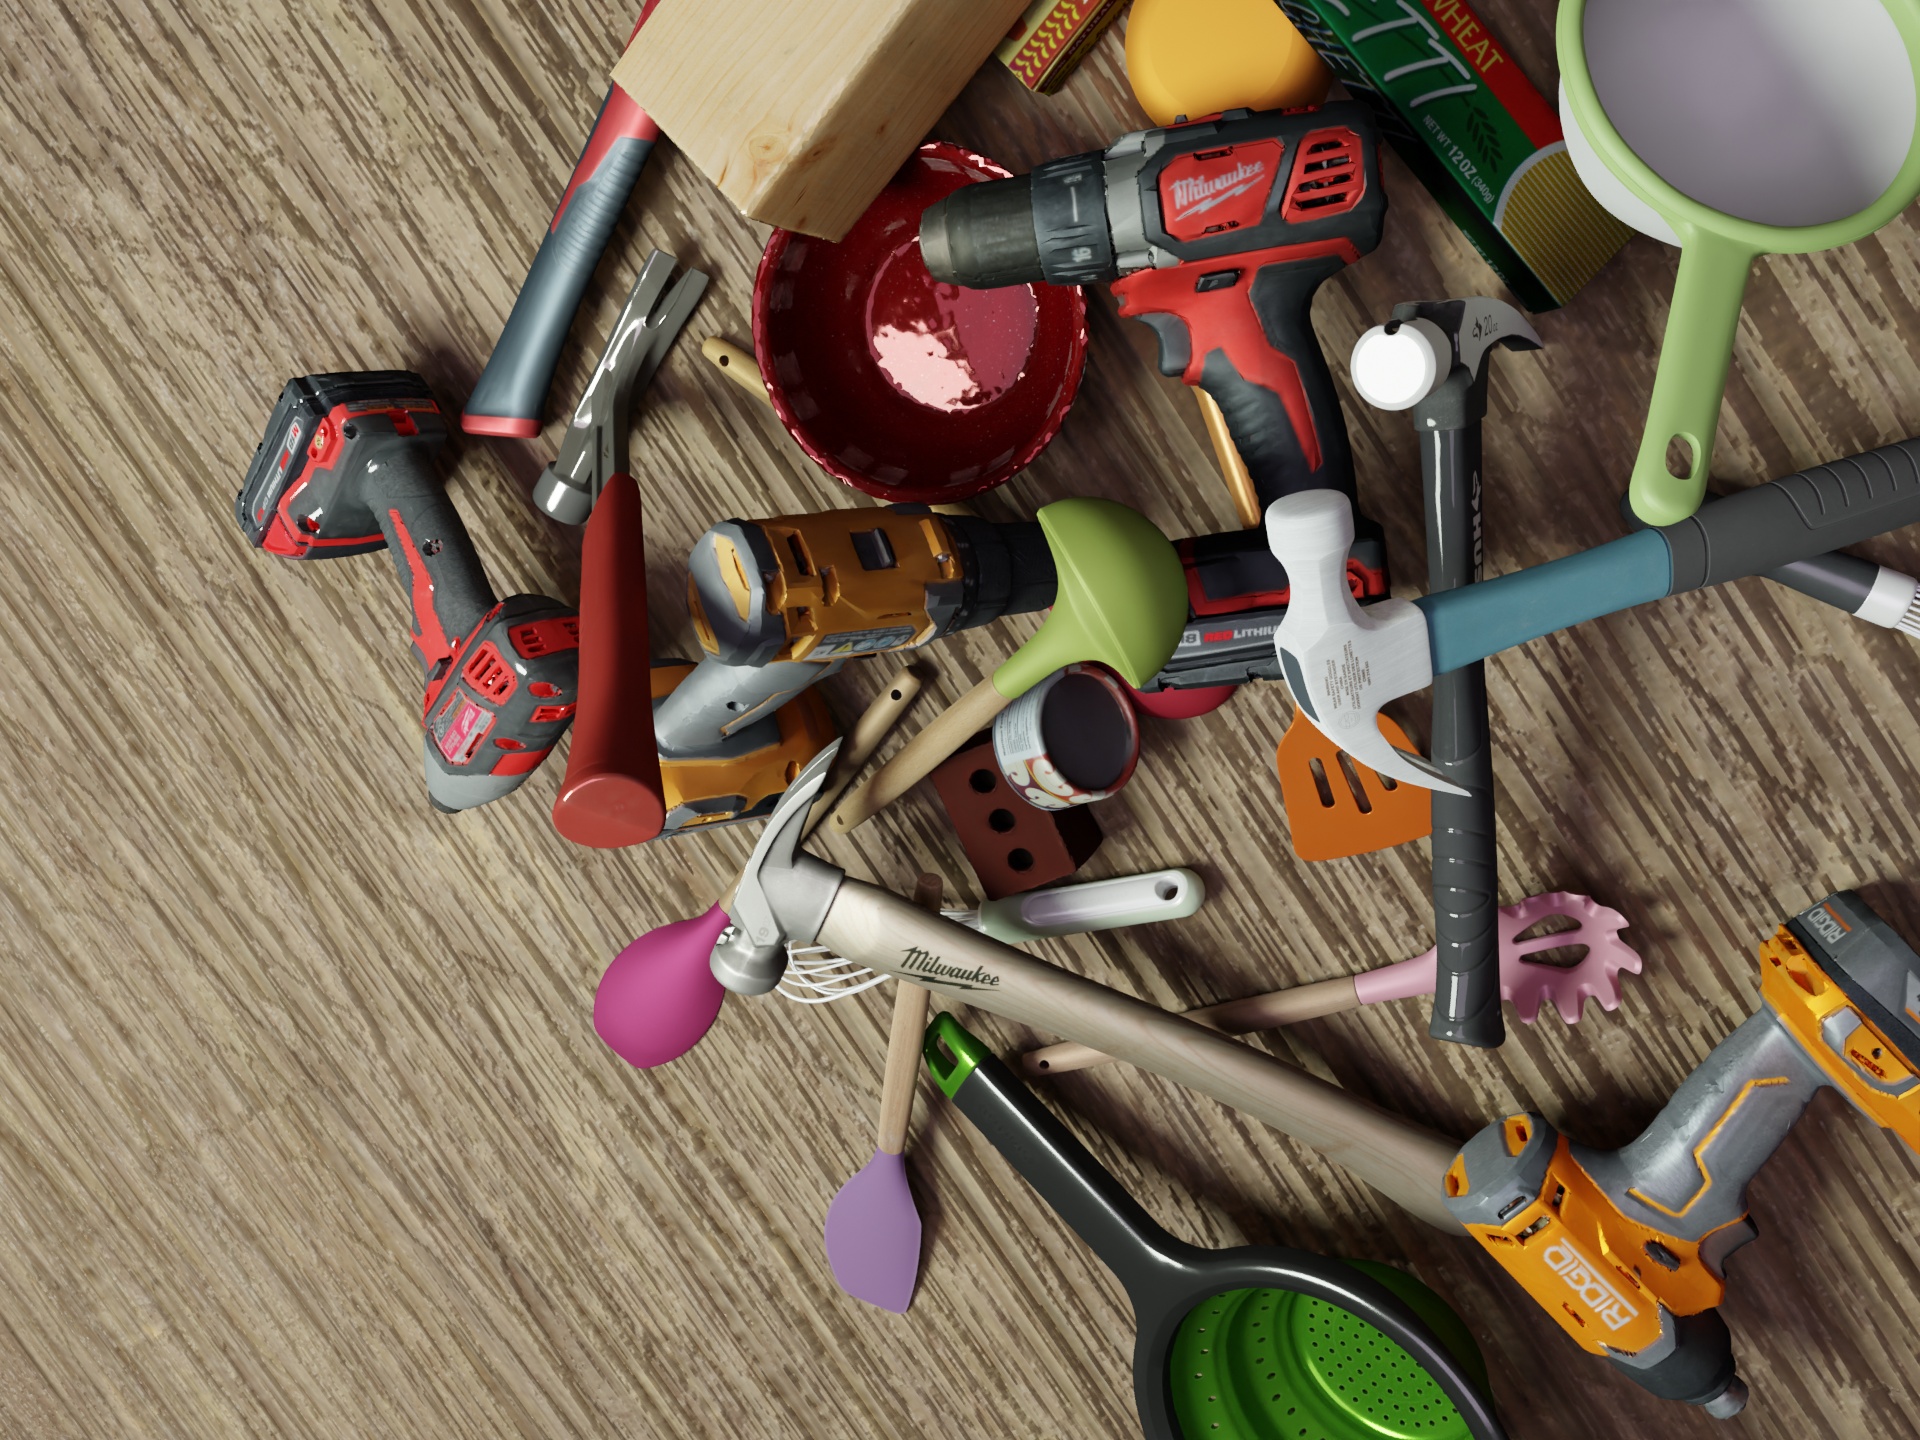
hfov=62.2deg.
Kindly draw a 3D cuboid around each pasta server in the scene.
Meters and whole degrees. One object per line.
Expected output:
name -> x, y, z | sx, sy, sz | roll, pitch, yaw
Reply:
pasta server -> 0.170, 0.141, 0.787 | 0.316, 0.040, 0.060 | -18, 90, 24

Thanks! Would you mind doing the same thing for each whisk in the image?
whisk -> 0.006, 0.106, 0.829 | 0.246, 0.059, 0.058 | -11, 63, 17
whisk -> 0.408, -0.037, 0.646 | 0.285, 0.070, 0.070 | 25, 113, 16

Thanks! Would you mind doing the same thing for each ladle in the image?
ladle -> 0.000, -0.099, 0.780 | 0.315, 0.031, 0.069 | 36, 118, 8
ladle -> -0.001, -0.002, 0.704 | 0.078, 0.062, 0.320 | 61, 145, 8

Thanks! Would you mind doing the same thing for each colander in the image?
colander -> 0.140, 0.286, 0.818 | 0.397, 0.094, 0.204 | 44, 127, 18

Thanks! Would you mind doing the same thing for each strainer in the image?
strainer -> 0.273, -0.185, 0.595 | 0.151, 0.069, 0.256 | 17, 78, -3

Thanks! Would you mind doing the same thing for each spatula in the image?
spatula -> 0.143, -0.084, 0.738 | 0.081, 0.041, 0.322 | -18, 95, 22
spatula -> -0.037, 0.212, 0.864 | 0.060, 0.018, 0.315 | 18, 122, 14

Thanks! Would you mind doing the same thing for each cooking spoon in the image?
cooking spoon -> -0.115, 0.086, 0.878 | 0.069, 0.017, 0.318 | 41, 115, 3

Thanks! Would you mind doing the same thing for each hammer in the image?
hammer -> -0.144, -0.076, 0.677 | 0.036, 0.359, 0.149 | 22, 116, -25
hammer -> 0.213, -0.010, 0.675 | 0.035, 0.146, 0.334 | 5, 112, 33
hammer -> -0.162, -0.302, 0.757 | 0.143, 0.038, 0.386 | 49, 122, 24
hammer -> 0.089, 0.145, 0.766 | 0.410, 0.038, 0.146 | 24, 123, -3
hammer -> 0.275, -0.065, 0.602 | 0.331, 0.033, 0.128 | -18, 115, -9

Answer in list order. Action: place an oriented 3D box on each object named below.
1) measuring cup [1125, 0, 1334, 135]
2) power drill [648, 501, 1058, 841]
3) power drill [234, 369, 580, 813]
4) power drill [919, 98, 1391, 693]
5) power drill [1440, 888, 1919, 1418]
measuring cup -> 0.138, -0.313, 0.651 | 0.095, 0.052, 0.173 | 43, 116, 2
power drill -> -0.065, -0.028, 0.748 | 0.226, 0.185, 0.084 | -42, 65, 49
power drill -> -0.279, -0.062, 0.820 | 0.220, 0.078, 0.143 | 54, 128, 15
power drill -> 0.088, -0.131, 0.665 | 0.188, 0.080, 0.226 | -6, 105, 13
power drill -> 0.354, 0.202, 0.706 | 0.164, 0.084, 0.226 | 46, 107, 0
